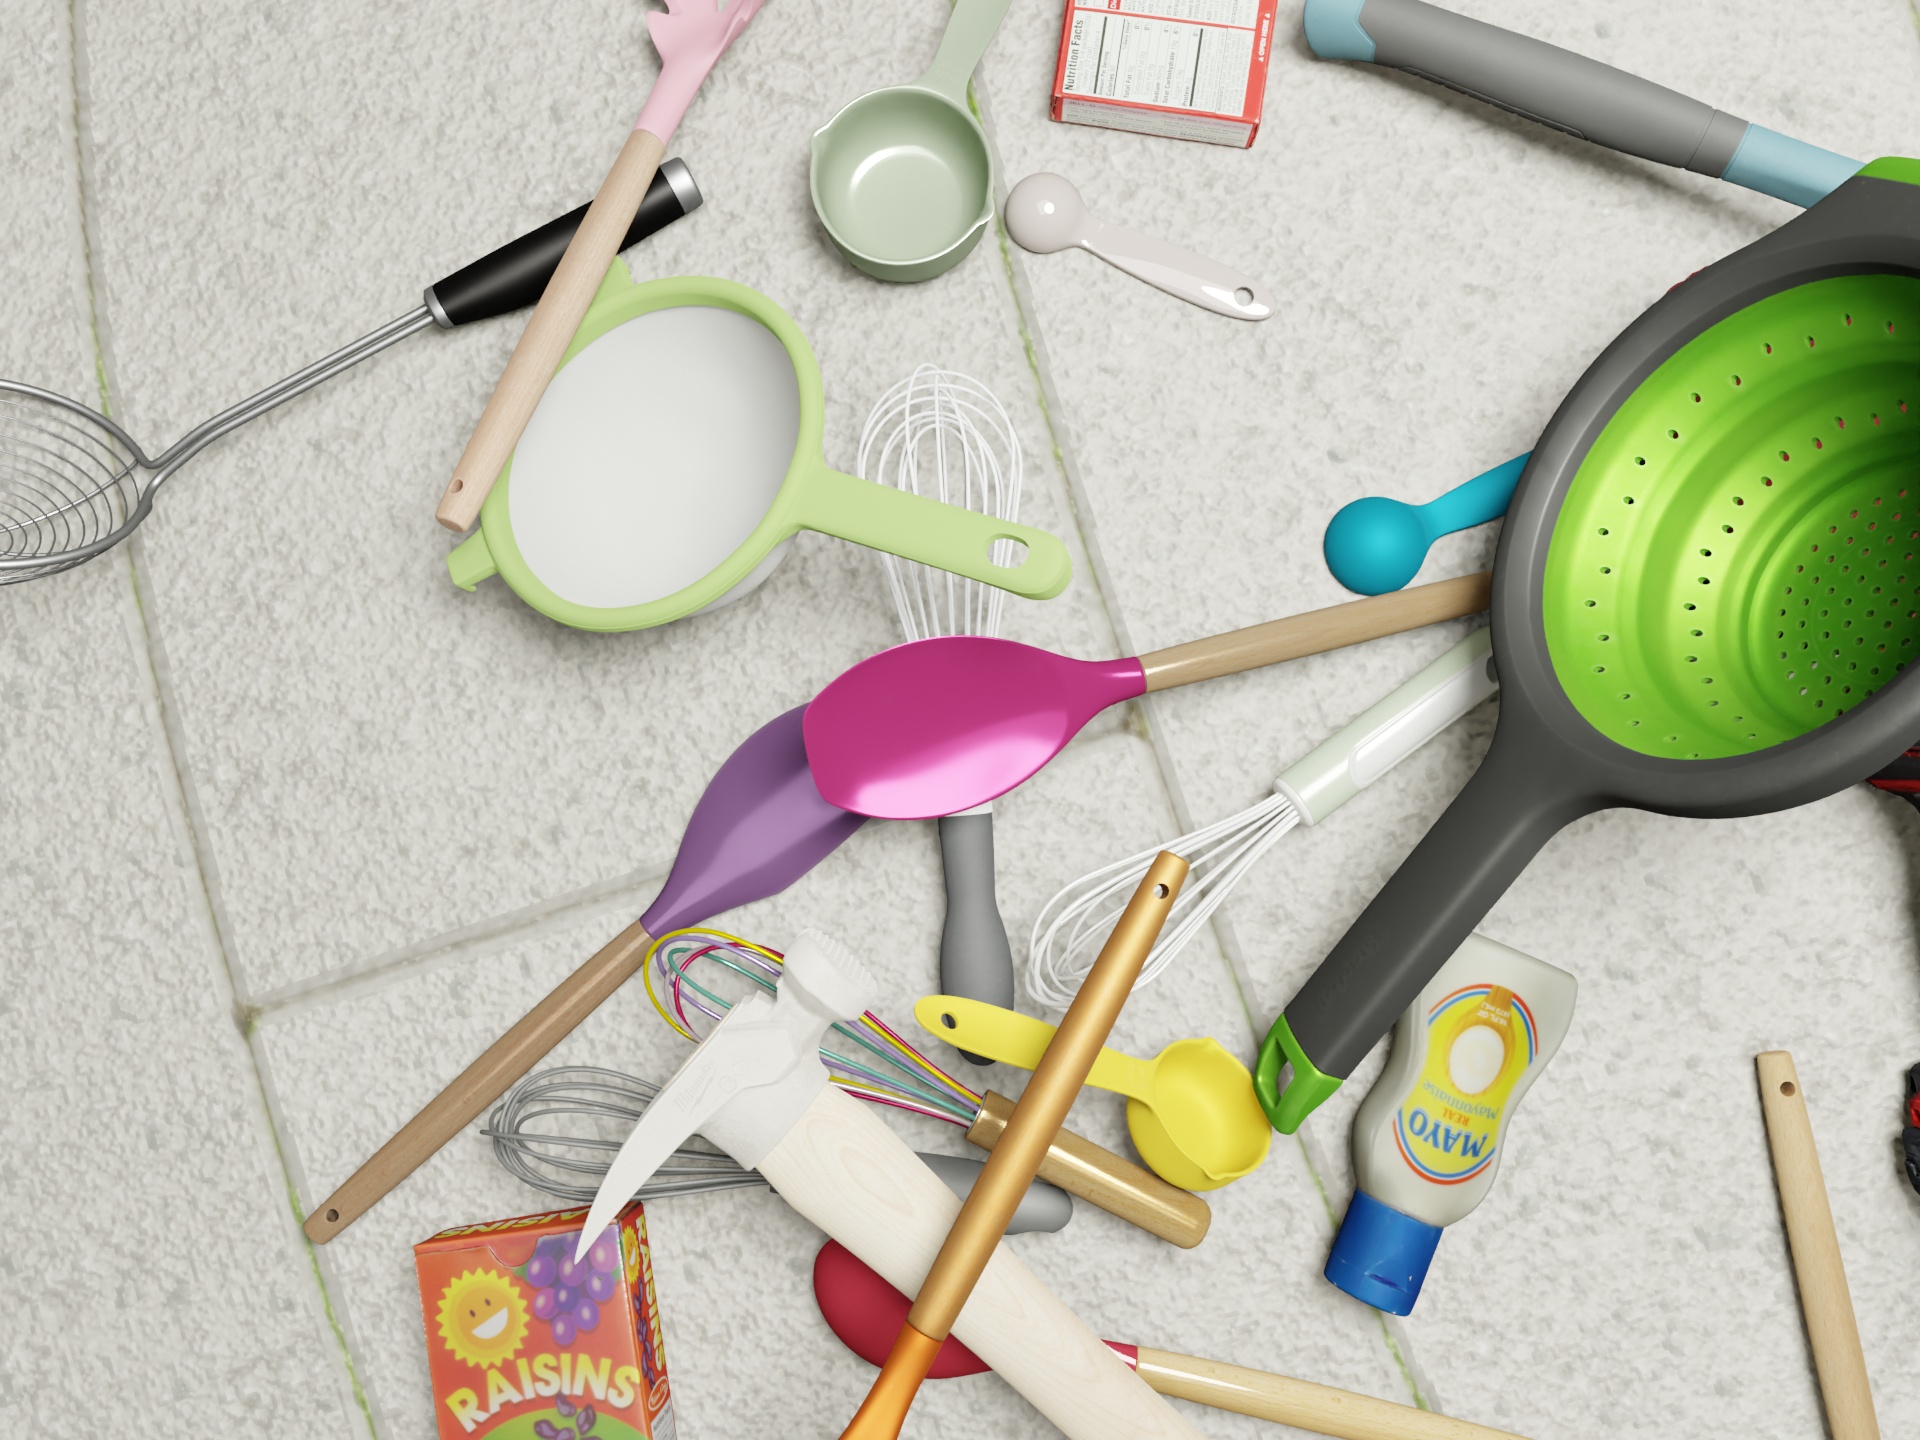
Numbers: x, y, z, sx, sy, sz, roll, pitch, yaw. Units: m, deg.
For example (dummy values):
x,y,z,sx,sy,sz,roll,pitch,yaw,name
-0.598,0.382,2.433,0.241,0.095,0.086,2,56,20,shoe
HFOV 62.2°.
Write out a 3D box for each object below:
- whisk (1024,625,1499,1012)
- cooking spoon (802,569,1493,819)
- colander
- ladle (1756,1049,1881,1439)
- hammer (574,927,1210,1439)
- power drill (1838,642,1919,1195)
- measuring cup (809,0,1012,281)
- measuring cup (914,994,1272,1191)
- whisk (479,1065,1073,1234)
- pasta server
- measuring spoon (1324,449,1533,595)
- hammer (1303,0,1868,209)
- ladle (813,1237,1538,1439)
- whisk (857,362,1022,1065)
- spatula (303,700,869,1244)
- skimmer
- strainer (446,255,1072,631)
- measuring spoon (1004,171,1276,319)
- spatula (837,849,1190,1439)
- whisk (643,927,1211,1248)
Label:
x,y,z,sx,sy,sz,roll,pitch,yaw,name
0.127,0.038,0.638,0.246,0.059,0.057,-36,116,-5,whisk
0.094,-0.023,0.627,0.319,0.017,0.068,-14,101,-10,cooking spoon
0.247,0.008,0.564,0.094,0.205,0.397,21,114,-26,colander
0.350,0.288,0.606,0.078,0.062,0.320,-9,83,1,ladle
0.049,0.264,0.595,0.410,0.038,0.146,41,90,-3,hammer
0.393,0.074,0.578,0.078,0.143,0.220,-11,88,-1,power drill
-0.005,-0.263,0.671,0.083,0.038,0.167,24,85,4,measuring cup
0.048,0.140,0.614,0.156,0.029,0.062,22,45,-16,measuring cup
-0.073,0.179,0.638,0.239,0.055,0.055,10,86,-2,whisk
-0.140,-0.217,0.641,0.060,0.040,0.316,14,71,23,pasta server
0.212,-0.091,0.655,0.128,0.021,0.042,-24,85,2,measuring spoon
0.292,-0.229,0.630,0.331,0.128,0.033,25,87,12,hammer
0.093,0.261,0.629,0.315,0.031,0.069,13,116,0,ladle
-0.001,-0.002,0.645,0.070,0.070,0.284,-4,91,2,whisk
-0.149,0.103,0.658,0.316,0.018,0.060,-43,84,-2,spatula
-0.281,-0.161,0.647,0.363,0.090,0.127,-28,53,-2,skimmer
-0.067,-0.082,0.619,0.256,0.069,0.151,19,80,24,strainer
0.077,-0.199,0.671,0.124,0.018,0.034,24,87,3,measuring spoon
-0.002,0.189,0.559,0.081,0.041,0.322,29,83,0,spatula
-0.015,0.148,0.629,0.245,0.051,0.047,27,84,1,whisk
